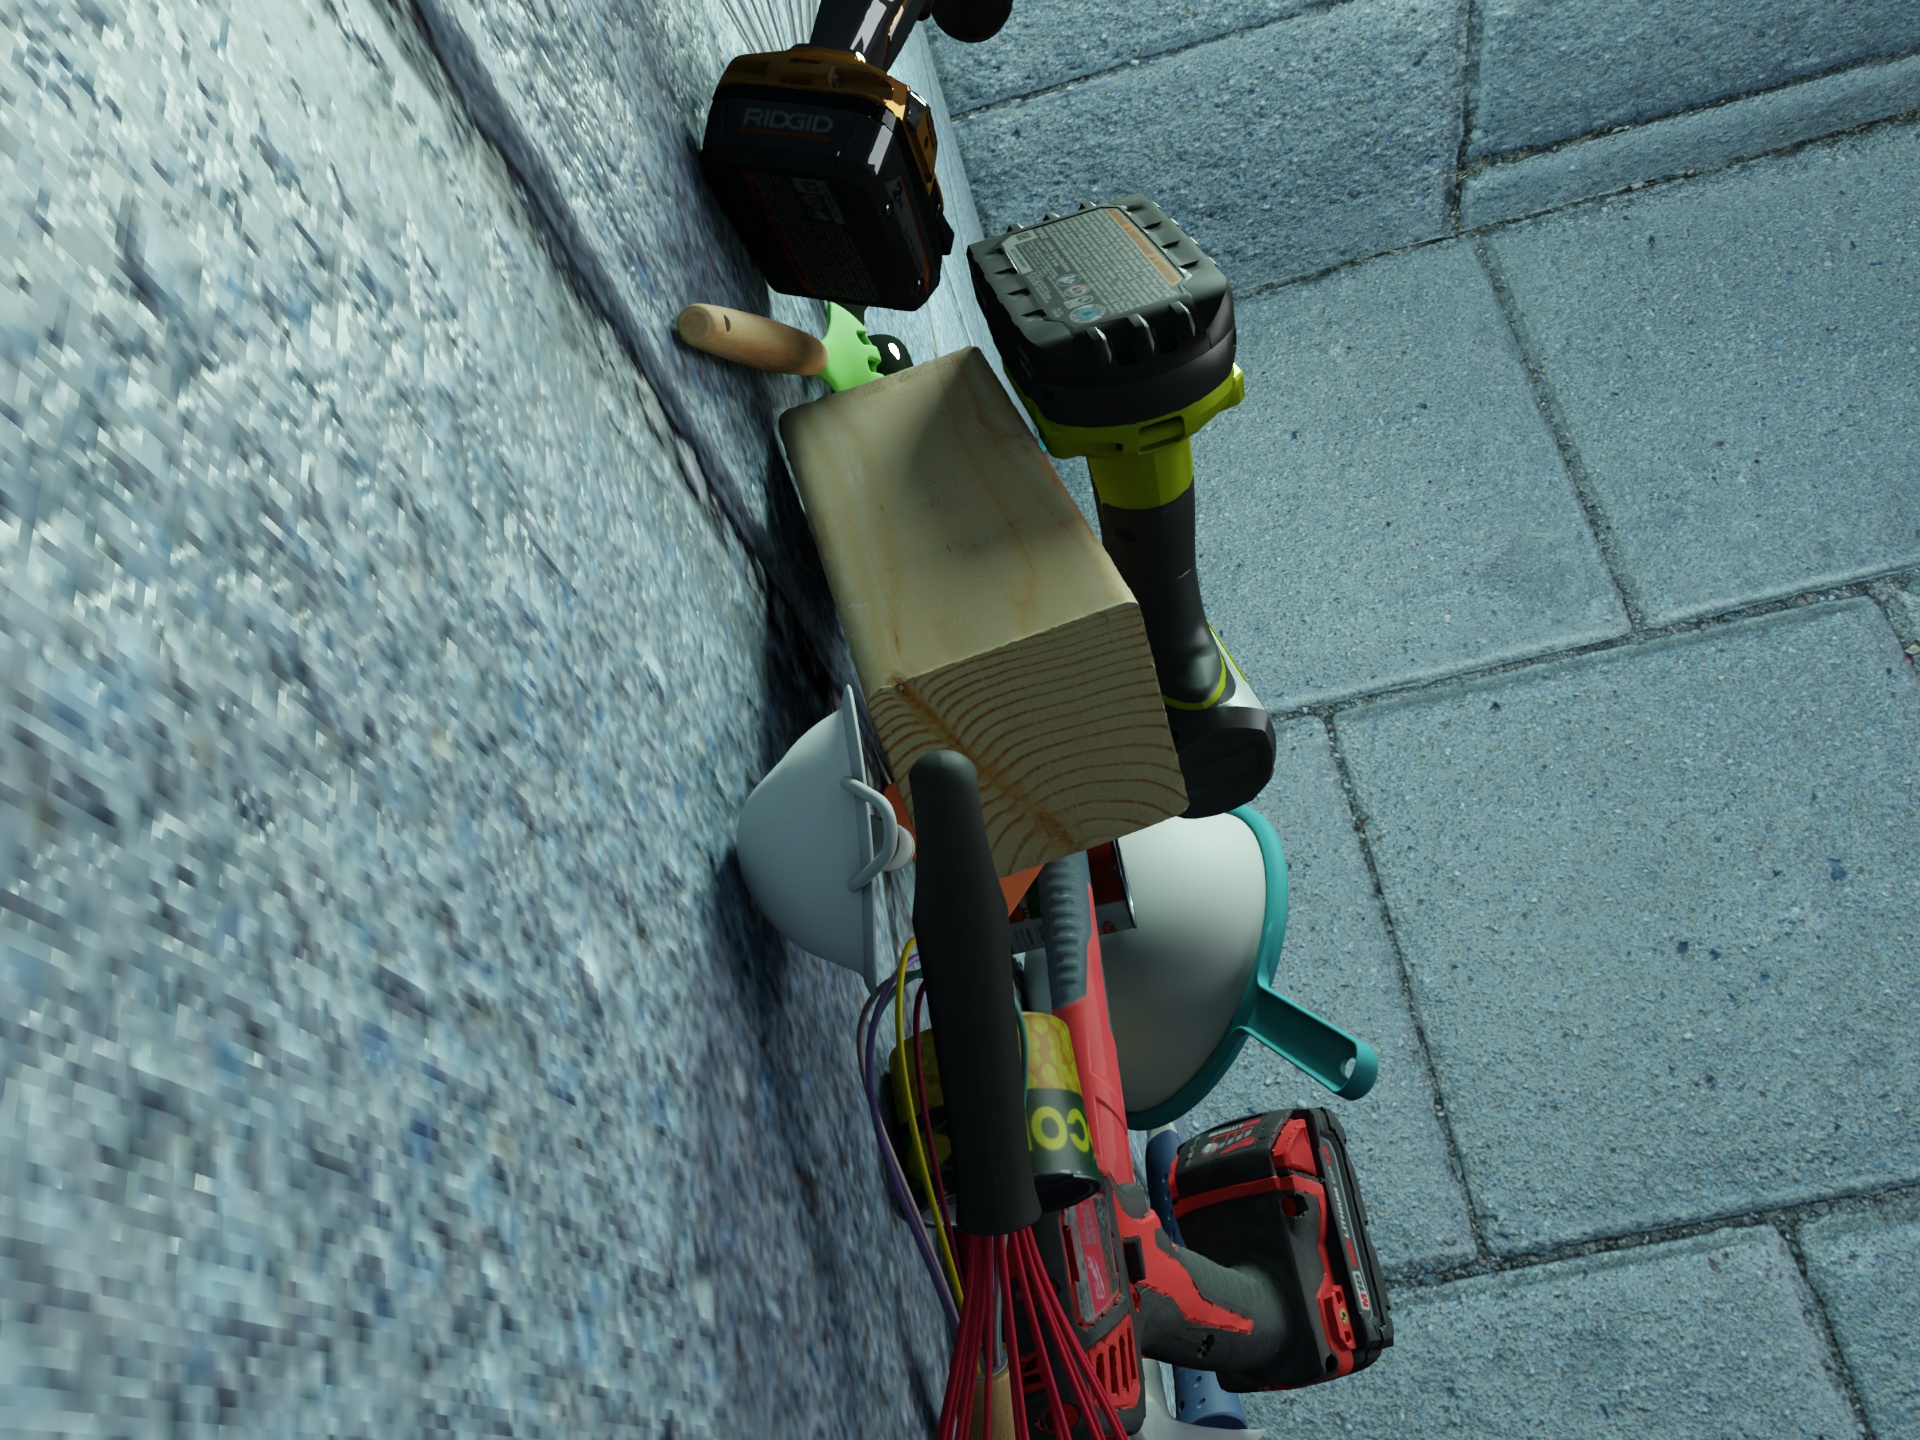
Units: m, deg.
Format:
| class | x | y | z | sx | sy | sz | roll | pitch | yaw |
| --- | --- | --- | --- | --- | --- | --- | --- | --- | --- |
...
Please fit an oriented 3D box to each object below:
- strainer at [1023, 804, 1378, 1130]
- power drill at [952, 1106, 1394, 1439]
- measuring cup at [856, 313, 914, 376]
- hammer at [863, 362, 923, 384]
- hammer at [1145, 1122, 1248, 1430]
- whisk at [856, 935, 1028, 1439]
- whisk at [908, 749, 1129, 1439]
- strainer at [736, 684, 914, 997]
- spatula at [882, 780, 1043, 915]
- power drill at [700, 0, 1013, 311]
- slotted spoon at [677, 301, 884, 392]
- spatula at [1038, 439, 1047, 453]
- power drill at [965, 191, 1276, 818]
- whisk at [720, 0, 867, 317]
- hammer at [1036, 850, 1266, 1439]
| class | x | y | z | sx | sy | sz | roll | pitch | yaw |
| --- | --- | --- | --- | --- | --- | --- | --- | --- | --- |
| strainer | 0.116 | 0.140 | 0.908 | 0.211 | 0.095 | 0.340 | -66 | -164 | -1 |
| power drill | 0.082 | 0.212 | 0.653 | 0.219 | 0.078 | 0.143 | 17 | 54 | -46 |
| measuring cup | -0.042 | -0.202 | 0.886 | 0.083 | 0.038 | 0.168 | 69 | 12 | -45 |
| hammer | 0.017 | -0.089 | 0.894 | 0.410 | 0.038 | 0.146 | -8 | 81 | -82 |
| hammer | 0.124 | 0.245 | 0.968 | 0.144 | 0.035 | 0.406 | -56 | -160 | 28 |
| whisk | 0.006 | 0.180 | 0.498 | 0.047 | 0.051 | 0.245 | -140 | -141 | -69 |
| whisk | 0.013 | 0.154 | 0.433 | 0.073 | 0.073 | 0.296 | -43 | 126 | -82 |
| strainer | -0.034 | 0.040 | 0.507 | 0.258 | 0.050 | 0.087 | 64 | 21 | -84 |
| spatula | 0.053 | 0.000 | 0.806 | 0.081 | 0.041 | 0.323 | 55 | 28 | -7 |
| power drill | -0.027 | -0.293 | 0.686 | 0.185 | 0.084 | 0.226 | 53 | 49 | -73 |
| slotted spoon | -0.067 | -0.151 | 0.661 | 0.314 | 0.031 | 0.070 | -55 | 133 | -79 |
| spatula | 0.044 | -0.083 | 1.131 | 0.082 | 0.044 | 0.318 | -38 | -137 | 55 |
| power drill | 0.068 | -0.091 | 0.662 | 0.171 | 0.080 | 0.223 | -112 | -175 | -50 |
| whisk | -0.077 | -0.299 | 0.743 | 0.284 | 0.070 | 0.070 | 75 | 6 | -54 |
| hammer | 0.070 | 0.156 | 0.779 | 0.143 | 0.038 | 0.387 | 27 | 48 | -44 |
